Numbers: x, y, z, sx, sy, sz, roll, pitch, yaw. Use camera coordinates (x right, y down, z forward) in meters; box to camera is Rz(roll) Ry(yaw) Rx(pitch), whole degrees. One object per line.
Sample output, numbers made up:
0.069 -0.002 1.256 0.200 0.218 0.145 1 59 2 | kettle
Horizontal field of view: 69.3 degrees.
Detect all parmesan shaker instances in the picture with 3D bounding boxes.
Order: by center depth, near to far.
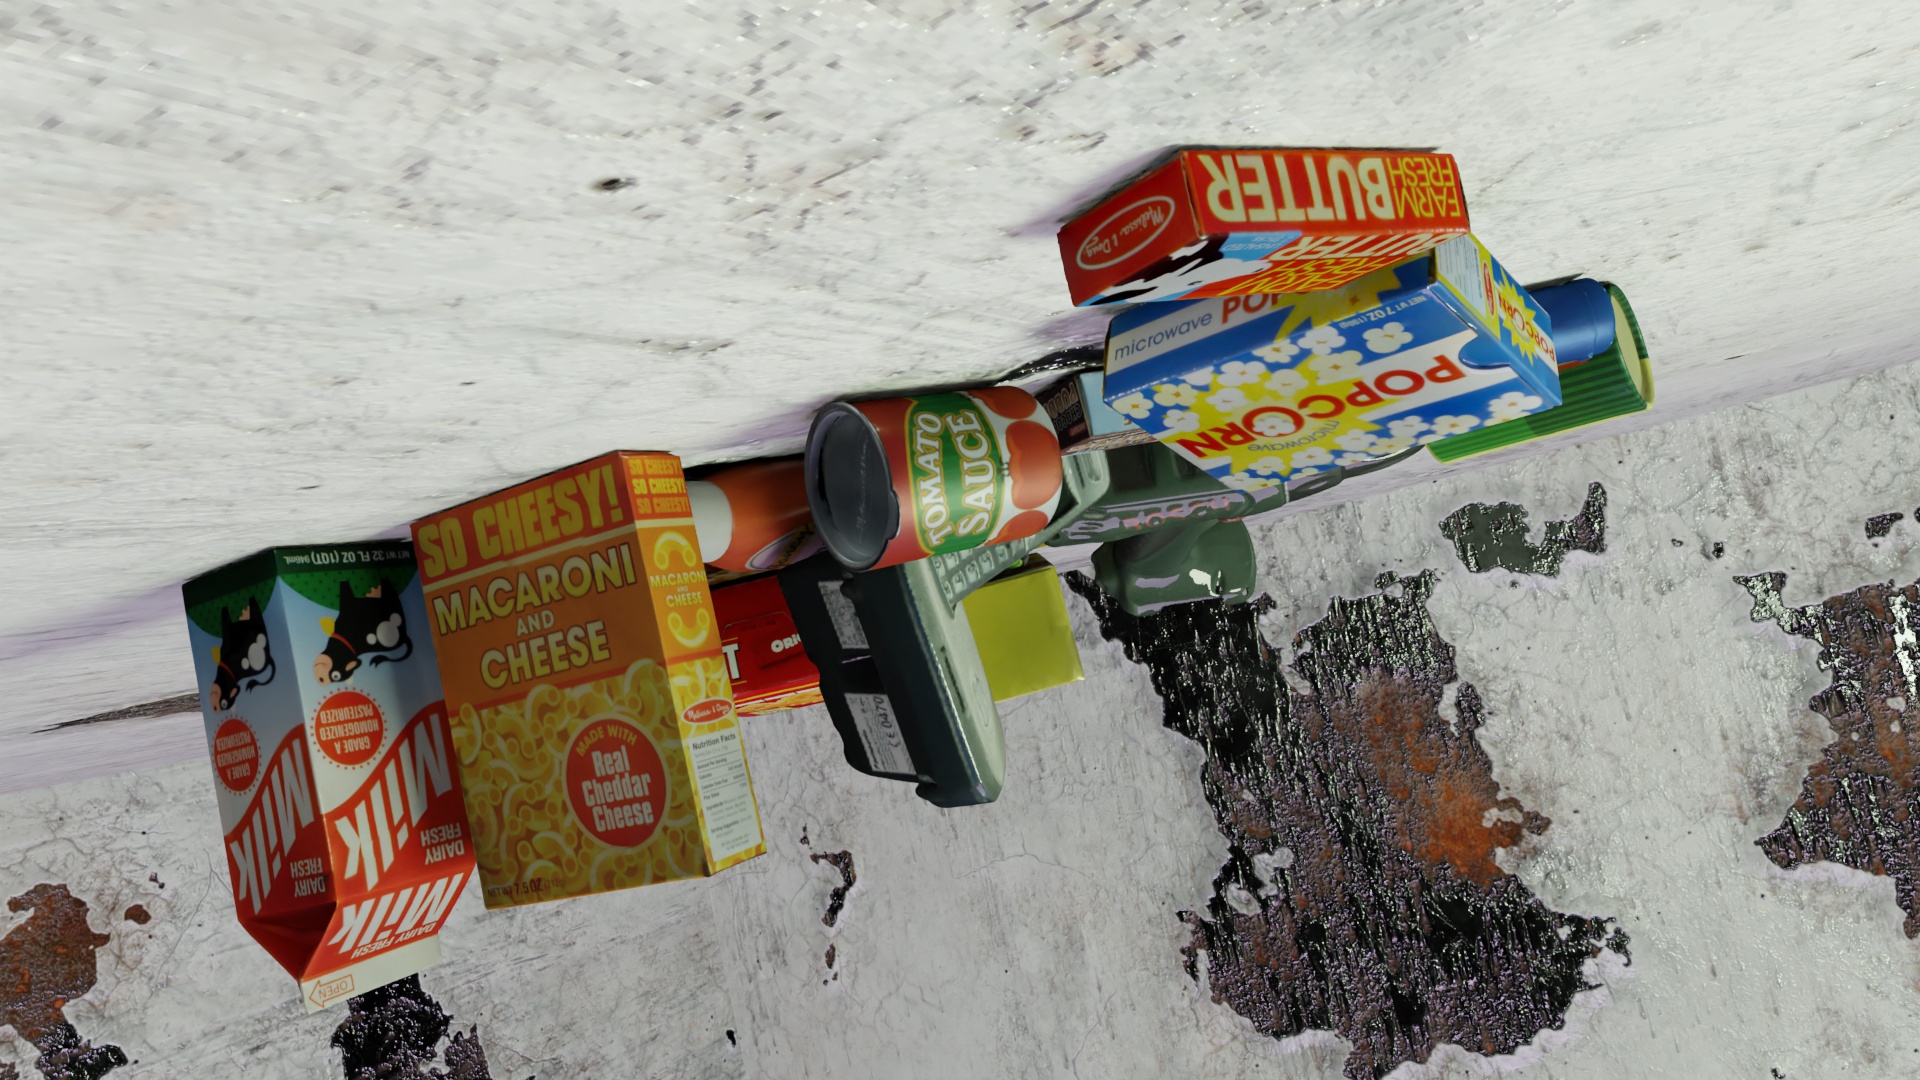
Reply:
0.289 -0.086 0.708 0.103 0.071 0.071 -17 174 37 | parmesan shaker

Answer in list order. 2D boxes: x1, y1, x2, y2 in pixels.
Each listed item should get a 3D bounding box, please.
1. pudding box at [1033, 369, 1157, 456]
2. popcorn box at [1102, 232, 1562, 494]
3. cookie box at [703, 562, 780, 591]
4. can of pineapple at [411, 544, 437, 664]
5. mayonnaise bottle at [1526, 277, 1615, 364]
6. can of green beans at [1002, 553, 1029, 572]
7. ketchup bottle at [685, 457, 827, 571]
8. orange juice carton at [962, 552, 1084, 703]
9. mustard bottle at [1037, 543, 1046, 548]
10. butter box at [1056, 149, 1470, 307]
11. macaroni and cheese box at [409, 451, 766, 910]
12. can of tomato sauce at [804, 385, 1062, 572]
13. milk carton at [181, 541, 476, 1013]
0.078 -0.060 0.624 0.084 0.030 0.049 -11 176 -25 | pudding box
0.123 -0.061 0.472 0.126 0.038 0.085 -17 146 42 | popcorn box
-0.128 0.004 0.792 0.167 0.040 0.123 -17 174 35 | cookie box
-0.222 0.025 0.660 0.071 0.058 0.071 -13 176 -1 | can of pineapple
0.222 -0.087 0.639 0.148 0.041 0.064 -14 177 -3 | mayonnaise bottle
0.004 -0.009 0.831 0.058 0.071 0.071 -15 175 15 | can of green beans
-0.092 -0.011 0.646 0.064 0.043 0.149 -42 160 31 | ketchup bottle
0.029 0.053 0.905 0.073 0.071 0.193 -15 -178 0 | orange juice carton
0.040 -0.016 0.963 0.160 0.049 0.065 -13 179 8 | mustard bottle
0.082 -0.084 0.373 0.104 0.024 0.053 -10 175 -32 | butter box
-0.156 0.059 0.572 0.123 0.166 0.040 -15 175 27 | macaroni and cheese box
-0.010 -0.027 0.557 0.083 0.071 0.071 -11 175 -34 | can of tomato sauce
-0.273 0.101 0.610 0.073 0.190 0.072 -16 174 30 | milk carton
